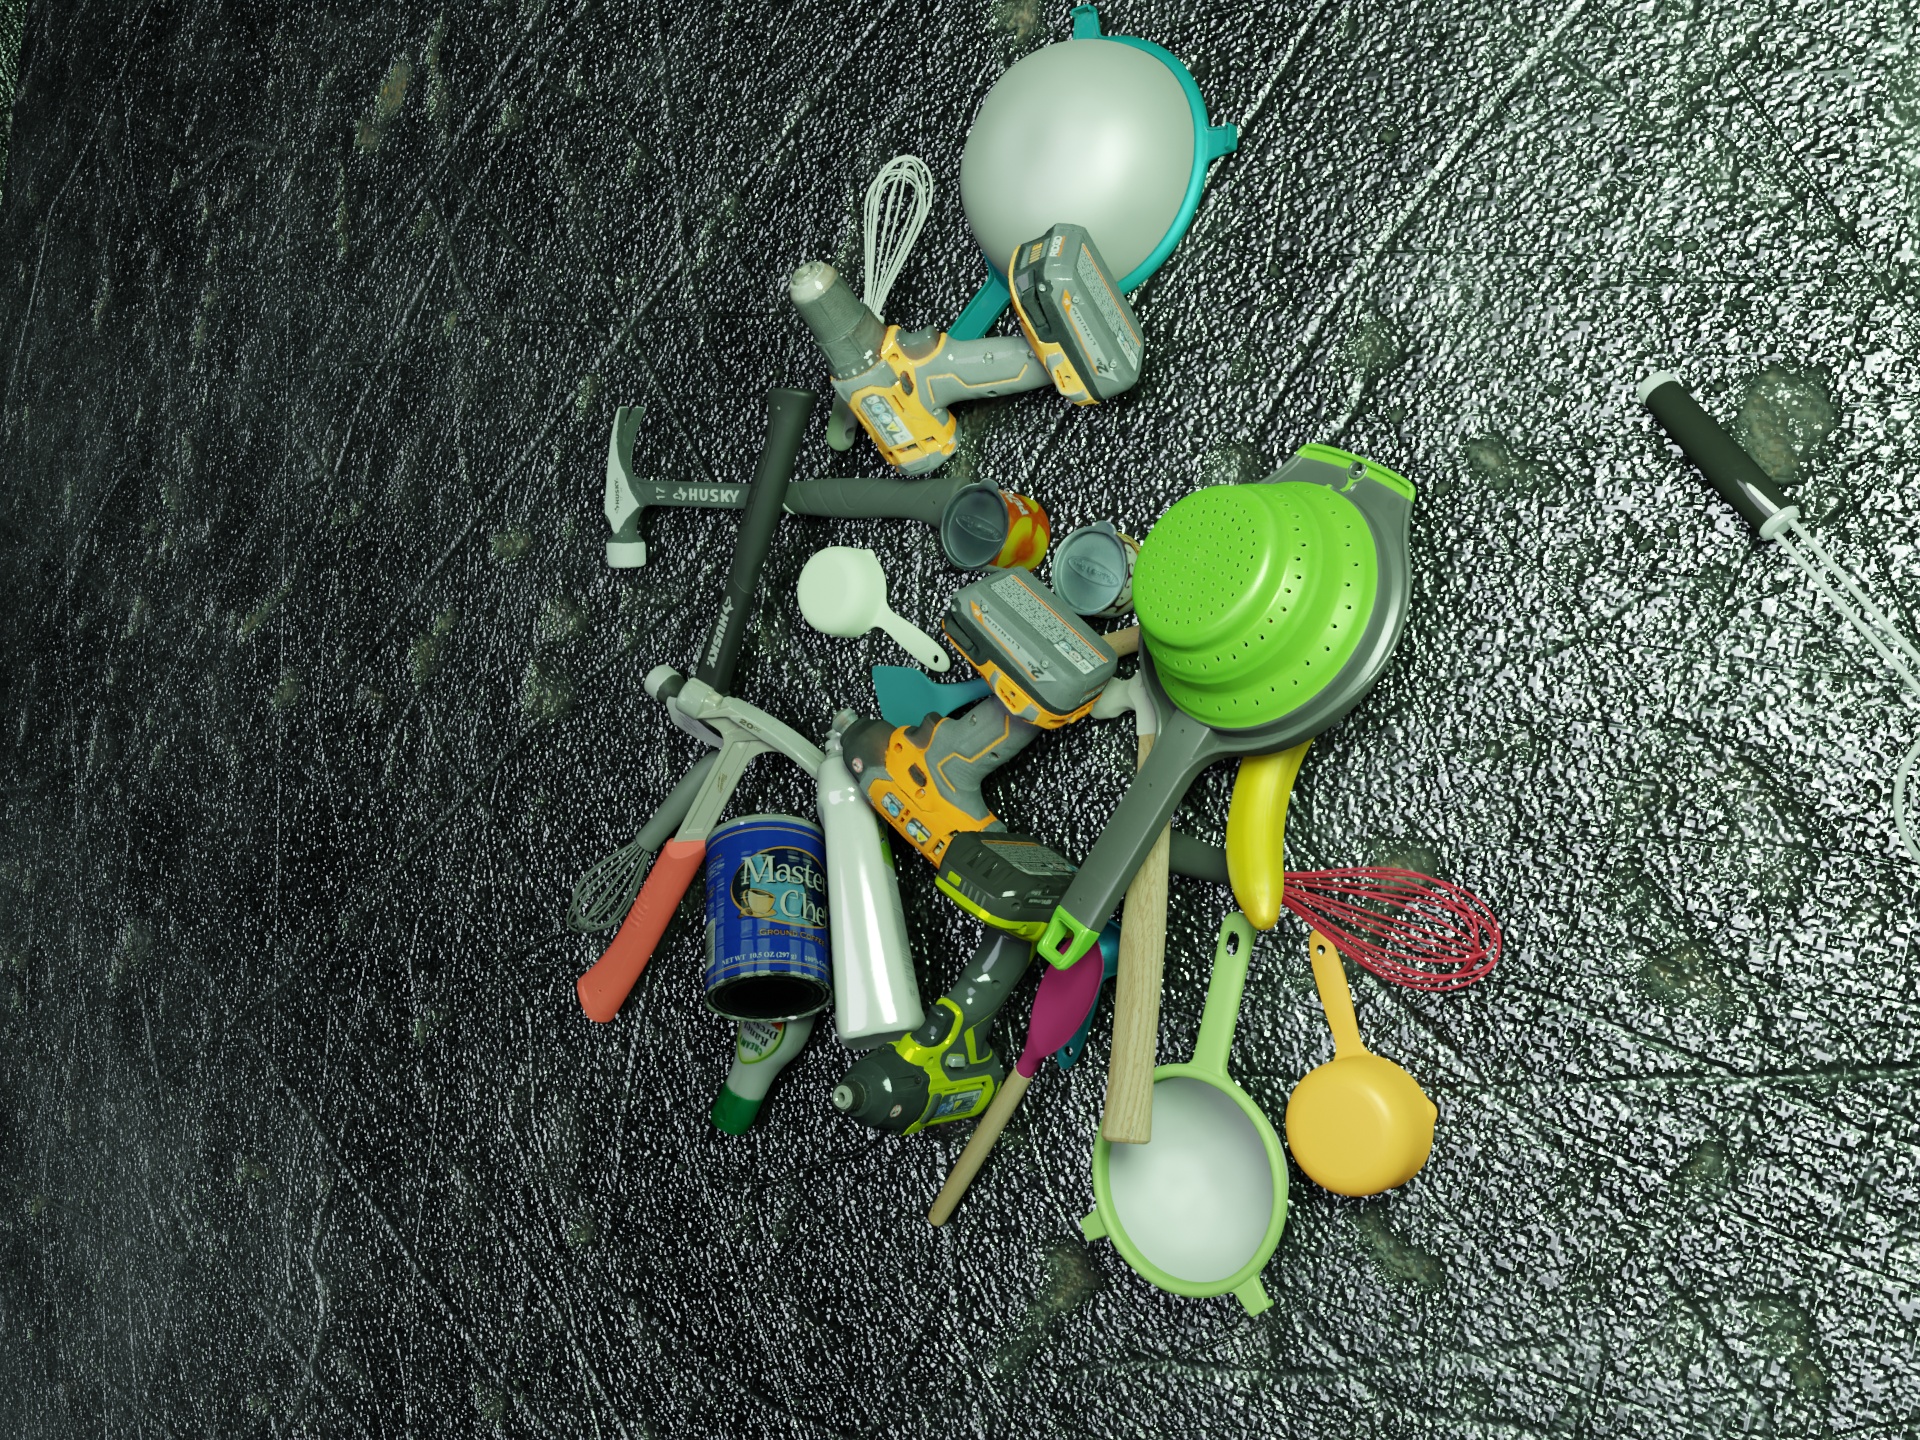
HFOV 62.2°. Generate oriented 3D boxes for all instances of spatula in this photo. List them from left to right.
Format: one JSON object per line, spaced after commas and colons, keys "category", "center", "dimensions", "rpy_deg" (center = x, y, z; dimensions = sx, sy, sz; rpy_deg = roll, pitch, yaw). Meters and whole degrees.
{"category": "spatula", "center": [0.059, -0.040, 1.214], "dimensions": [0.317, 0.044, 0.082], "rpy_deg": [-17, 90, 29]}

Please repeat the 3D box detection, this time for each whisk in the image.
{"category": "whisk", "center": [-0.284, 0.112, 1.453], "dimensions": [0.239, 0.055, 0.055], "rpy_deg": [-47, 61, 19]}
{"category": "whisk", "center": [-0.072, -0.345, 1.323], "dimensions": [0.059, 0.057, 0.246], "rpy_deg": [22, 105, 27]}
{"category": "whisk", "center": [0.221, 0.114, 1.066], "dimensions": [0.296, 0.073, 0.073], "rpy_deg": [16, 96, 43]}

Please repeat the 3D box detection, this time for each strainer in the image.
{"category": "strainer", "center": [0.035, -0.375, 1.213], "dimensions": [0.340, 0.095, 0.211], "rpy_deg": [-50, 61, 22]}
{"category": "strainer", "center": [0.178, 0.257, 1.082], "dimensions": [0.151, 0.069, 0.256], "rpy_deg": [11, 89, 41]}

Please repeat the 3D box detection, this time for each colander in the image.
{"category": "colander", "center": [0.139, -0.016, 1.043], "dimensions": [0.205, 0.094, 0.397], "rpy_deg": [37, 98, 48]}

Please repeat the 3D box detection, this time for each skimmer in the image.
{"category": "skimmer", "center": [0.503, -0.059, 0.882], "dimensions": [0.127, 0.090, 0.364], "rpy_deg": [-46, 52, 29]}

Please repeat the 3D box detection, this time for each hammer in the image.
{"category": "hammer", "center": [-0.245, 0.138, 1.407], "dimensions": [0.149, 0.037, 0.359], "rpy_deg": [32, 116, 2]}
{"category": "hammer", "center": [-0.179, -0.128, 1.356], "dimensions": [0.146, 0.035, 0.334], "rpy_deg": [36, 120, 30]}
{"category": "hammer", "center": [-0.162, -0.198, 1.377], "dimensions": [0.409, 0.036, 0.149], "rpy_deg": [7, 103, 35]}
{"category": "hammer", "center": [0.130, 0.122, 1.097], "dimensions": [0.130, 0.031, 0.331], "rpy_deg": [-8, 70, 45]}

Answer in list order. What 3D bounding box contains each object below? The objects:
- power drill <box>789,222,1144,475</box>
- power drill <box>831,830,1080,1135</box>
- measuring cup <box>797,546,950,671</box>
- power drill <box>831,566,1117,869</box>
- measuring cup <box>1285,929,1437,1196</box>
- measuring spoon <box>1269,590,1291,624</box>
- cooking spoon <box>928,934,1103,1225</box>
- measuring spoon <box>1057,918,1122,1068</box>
{"category": "power drill", "center": [-0.001, -0.288, 1.178], "dimensions": [0.226, 0.185, 0.084], "rpy_deg": [-15, 42, 29]}
{"category": "power drill", "center": [0.001, 0.196, 1.156], "dimensions": [0.080, 0.171, 0.223], "rpy_deg": [33, 103, 32]}
{"category": "measuring cup", "center": [-0.073, -0.086, 1.308], "dimensions": [0.168, 0.038, 0.083], "rpy_deg": [38, 109, 34]}
{"category": "power drill", "center": [-0.002, -0.004, 1.181], "dimensions": [0.164, 0.084, 0.226], "rpy_deg": [44, 126, 13]}
{"category": "measuring cup", "center": [0.246, 0.223, 1.039], "dimensions": [0.095, 0.052, 0.174], "rpy_deg": [-21, 76, 34]}
{"category": "measuring spoon", "center": [0.220, -0.104, 1.110], "dimensions": [0.021, 0.011, 0.117], "rpy_deg": [-14, 82, 36]}
{"category": "cooking spoon", "center": [0.038, 0.273, 1.167], "dimensions": [0.069, 0.017, 0.318], "rpy_deg": [-105, 34, -50]}
{"category": "measuring spoon", "center": [0.099, 0.203, 1.178], "dimensions": [0.042, 0.021, 0.128], "rpy_deg": [32, 115, 33]}
